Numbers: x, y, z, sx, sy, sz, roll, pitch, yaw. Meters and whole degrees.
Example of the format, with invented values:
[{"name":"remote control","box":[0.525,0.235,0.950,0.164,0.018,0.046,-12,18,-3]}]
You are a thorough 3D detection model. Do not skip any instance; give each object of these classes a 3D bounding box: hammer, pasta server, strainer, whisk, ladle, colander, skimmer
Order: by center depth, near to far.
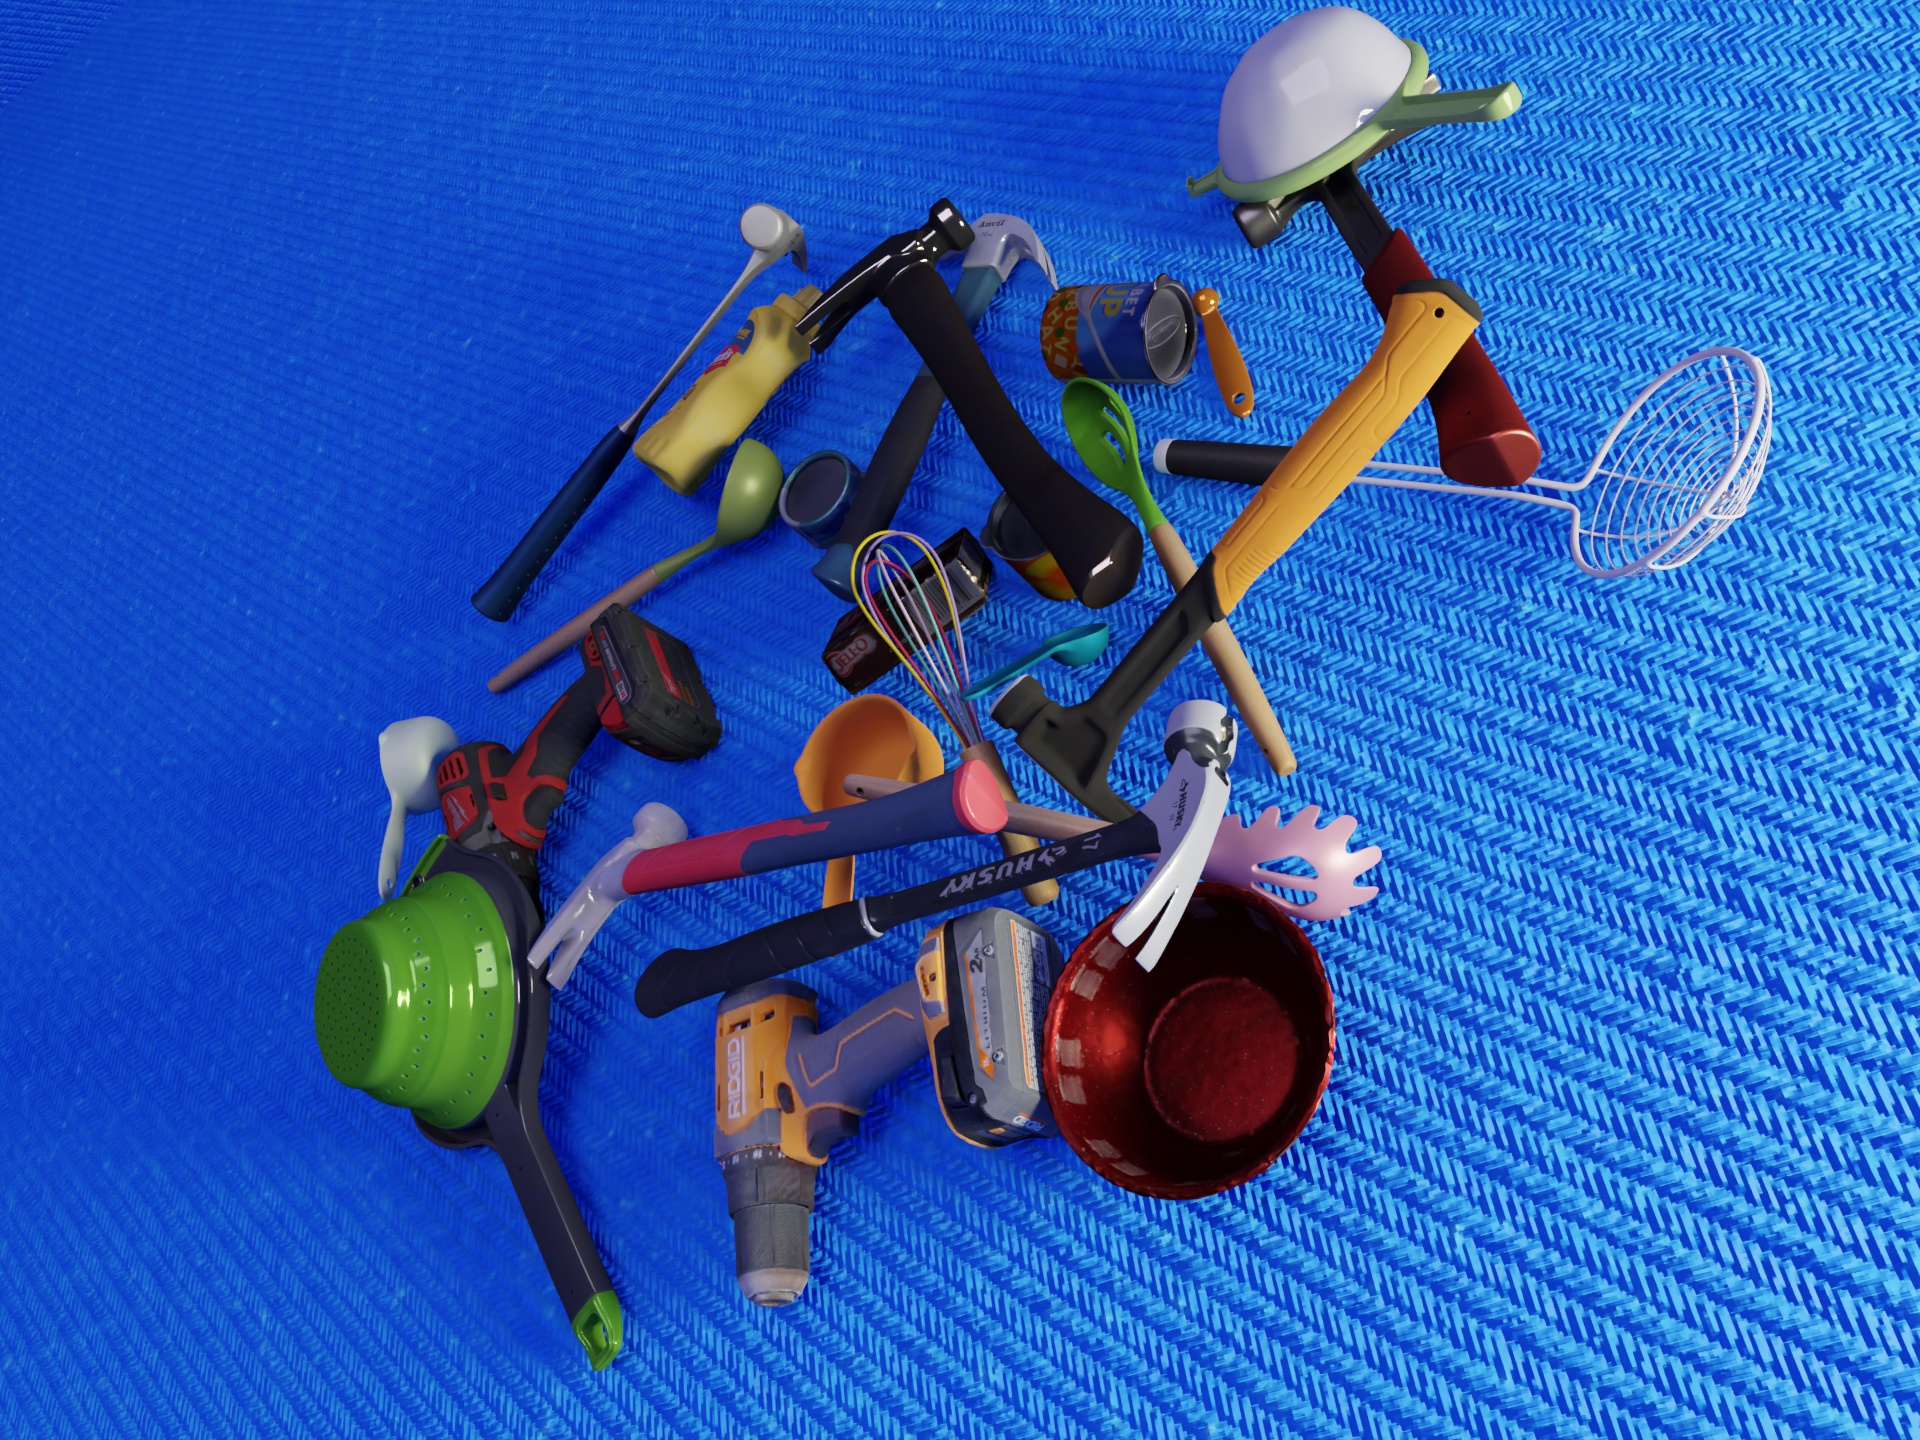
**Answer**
[{"name":"hammer","box":[0.158,-0.085,0.846,0.127,0.034,0.336,43,113,11]},{"name":"hammer","box":[-0.036,0.108,0.868,0.409,0.036,0.149,-22,32,34]},{"name":"skimmer","box":[0.251,-0.150,0.875,0.363,0.090,0.127,13,74,38]},{"name":"pasta server","box":[0.071,0.059,0.880,0.316,0.040,0.060,10,109,30]},{"name":"hammer","box":[0.261,-0.252,0.909,0.149,0.036,0.359,-31,38,19]},{"name":"hammer","box":[-0.121,0.086,0.941,0.386,0.038,0.143,-15,33,47]},{"name":"whisk","box":[-0.003,-0.002,0.946,0.051,0.047,0.245,-36,75,52]},{"name":"strainer","box":[0.238,-0.393,0.976,0.151,0.069,0.257,-46,29,-5]},{"name":"colander","box":[-0.331,0.245,1.034,0.204,0.094,0.398,-54,53,25]},{"name":"hammer","box":[0.006,-0.202,1.037,0.146,0.038,0.411,-37,46,10]},{"name":"hammer","box":[-0.027,-0.228,1.130,0.128,0.033,0.331,8,65,36]},{"name":"ladle","box":[-0.260,-0.111,1.231,0.320,0.062,0.078,-31,18,22]},{"name":"hammer","box":[-0.259,-0.242,1.281,0.035,0.144,0.405,41,103,-2]}]

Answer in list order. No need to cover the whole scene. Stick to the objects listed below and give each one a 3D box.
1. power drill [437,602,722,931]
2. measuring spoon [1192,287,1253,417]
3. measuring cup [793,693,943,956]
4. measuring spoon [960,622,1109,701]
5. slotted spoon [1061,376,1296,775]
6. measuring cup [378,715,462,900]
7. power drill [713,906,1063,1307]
[{"name":"power drill","box":[-0.282,0.047,1.150,0.226,0.080,0.188,-40,50,14]},{"name":"measuring spoon","box":[0.169,-0.241,1.033,0.021,0.011,0.117,-25,54,21]},{"name":"measuring cup","box":[-0.057,0.071,0.993,0.095,0.052,0.174,-12,60,31]},{"name":"measuring spoon","box":[0.045,-0.028,0.953,0.042,0.021,0.128,-5,19,46]},{"name":"slotted spoon","box":[0.131,-0.094,0.964,0.031,0.070,0.314,-12,56,-15]},{"name":"measuring cup","box":[-0.413,0.066,1.215,0.038,0.083,0.168,-16,46,10]},{"name":"power drill","box":[-0.048,0.217,0.894,0.226,0.084,0.186,-24,54,28]}]
